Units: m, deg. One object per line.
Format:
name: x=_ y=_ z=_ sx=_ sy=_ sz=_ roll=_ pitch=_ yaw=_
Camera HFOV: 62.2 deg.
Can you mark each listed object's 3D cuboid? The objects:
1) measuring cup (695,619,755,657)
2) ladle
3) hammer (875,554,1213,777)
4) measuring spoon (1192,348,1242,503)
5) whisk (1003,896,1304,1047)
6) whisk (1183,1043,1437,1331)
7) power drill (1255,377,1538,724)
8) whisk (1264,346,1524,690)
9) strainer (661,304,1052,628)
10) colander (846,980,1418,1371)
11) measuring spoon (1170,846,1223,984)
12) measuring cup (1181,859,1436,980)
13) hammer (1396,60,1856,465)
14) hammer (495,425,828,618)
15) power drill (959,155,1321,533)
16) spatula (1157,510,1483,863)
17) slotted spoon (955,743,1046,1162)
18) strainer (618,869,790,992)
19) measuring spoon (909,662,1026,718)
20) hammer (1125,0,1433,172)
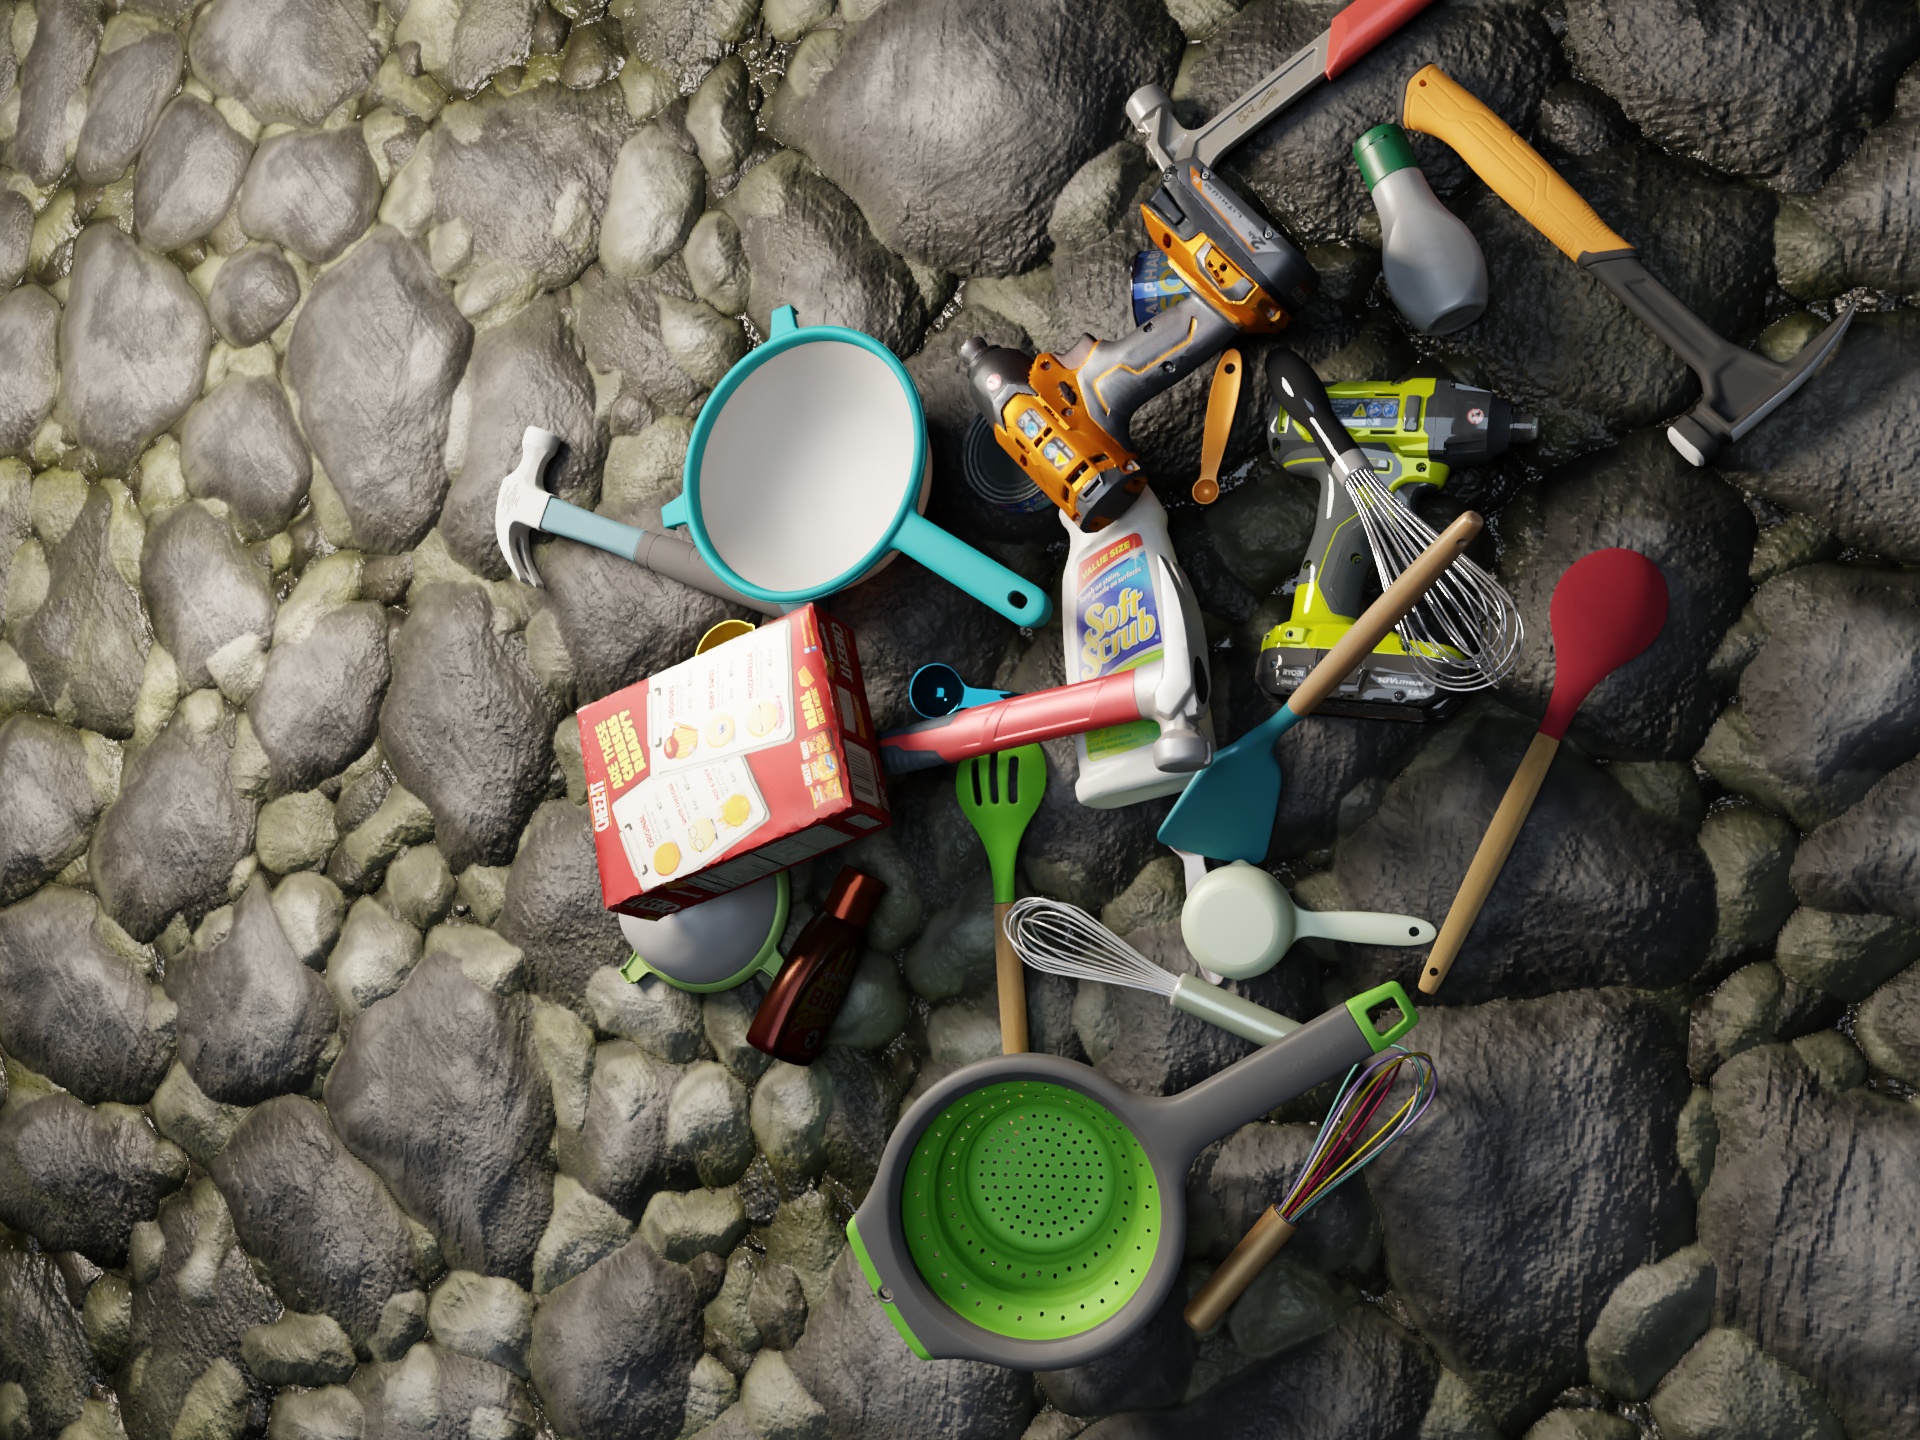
measuring cup: x=-0.149 y=-0.017 z=1.224 sx=0.062 sy=0.029 sz=0.157 roll=-44 pitch=59 yaw=2
ladle: x=0.367 y=0.034 z=1.026 sx=0.069 sy=0.031 sz=0.315 roll=26 pitch=95 yaw=23
hammer: x=-0.002 y=-0.004 z=1.133 sx=0.386 sy=0.038 sz=0.143 roll=-14 pitch=71 yaw=34
measuring spoon: x=0.186 y=-0.210 z=1.142 sx=0.021 sy=0.011 sz=0.117 roll=9 pitch=83 yaw=24
whisk: x=0.142 y=0.180 z=1.086 sx=0.246 sy=0.059 sz=0.057 roll=22 pitch=125 yaw=17
whisk: x=0.224 y=0.307 z=1.041 sx=0.051 sy=0.047 sz=0.245 roll=41 pitch=103 yaw=20
power drill: x=0.283 y=-0.115 z=1.053 sx=0.171 sy=0.080 sz=0.223 roll=5 pitch=82 yaw=24
whisk: x=0.262 y=-0.135 z=0.997 sx=0.070 sy=0.070 sz=0.285 roll=-34 pitch=60 yaw=15
strainer: x=-0.052 y=-0.151 z=1.179 sx=0.341 sy=0.095 sz=0.211 roll=34 pitch=98 yaw=27
colander: x=0.120 y=0.278 z=1.061 sx=0.397 sy=0.094 sz=0.204 roll=-31 pitch=86 yaw=7
measuring spoon: x=0.168 y=0.122 z=1.106 sx=0.034 sy=0.018 sz=0.124 roll=-10 pitch=86 yaw=15
measuring cup: x=0.229 y=0.138 z=1.057 sx=0.167 sy=0.038 sz=0.083 roll=1 pitch=91 yaw=18
hammer: x=0.416 y=-0.325 z=1.046 sx=0.127 sy=0.034 sz=0.337 roll=-43 pitch=70 yaw=13
hammer: x=-0.248 y=-0.139 z=1.299 sx=0.331 sy=0.033 sz=0.128 roll=21 pitch=91 yaw=23
power drill: x=0.110 y=-0.261 z=1.072 sx=0.226 sy=0.084 sz=0.164 roll=-47 pitch=74 yaw=18
spatula: x=0.226 y=-0.014 z=0.984 sx=0.317 sy=0.082 sz=0.044 roll=122 pitch=156 yaw=-48
slotted spoon: x=0.036 y=0.157 z=1.147 sx=0.070 sy=0.031 sz=0.314 roll=-6 pitch=82 yaw=19
strainer: x=-0.213 y=0.084 z=1.236 sx=0.151 sy=0.069 sz=0.256 roll=-5 pitch=83 yaw=22
measuring spoon: x=0.025 y=-0.013 z=1.182 sx=0.128 sy=0.021 sz=0.042 roll=11 pitch=87 yaw=14
hammer: x=0.297 y=-0.489 z=1.116 sx=0.359 sy=0.036 sz=0.149 roll=-35 pitch=72 yaw=16
